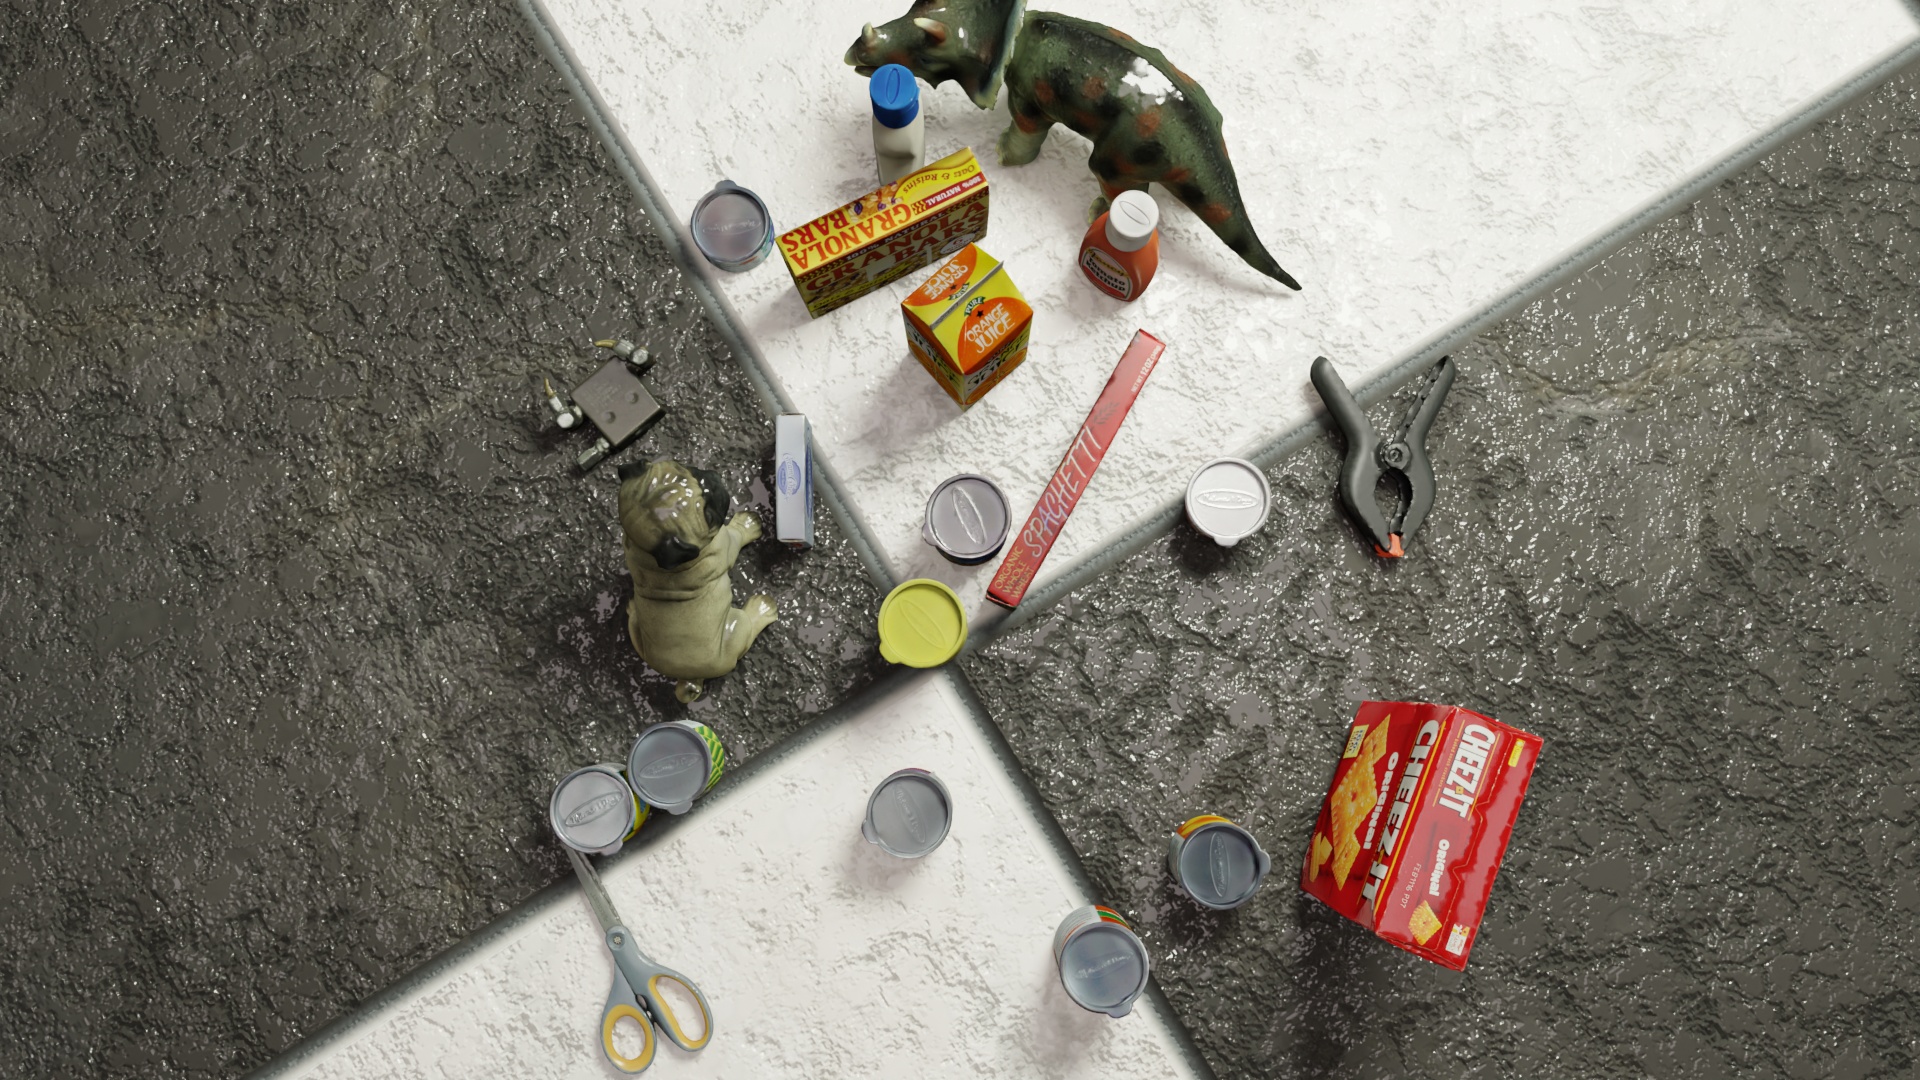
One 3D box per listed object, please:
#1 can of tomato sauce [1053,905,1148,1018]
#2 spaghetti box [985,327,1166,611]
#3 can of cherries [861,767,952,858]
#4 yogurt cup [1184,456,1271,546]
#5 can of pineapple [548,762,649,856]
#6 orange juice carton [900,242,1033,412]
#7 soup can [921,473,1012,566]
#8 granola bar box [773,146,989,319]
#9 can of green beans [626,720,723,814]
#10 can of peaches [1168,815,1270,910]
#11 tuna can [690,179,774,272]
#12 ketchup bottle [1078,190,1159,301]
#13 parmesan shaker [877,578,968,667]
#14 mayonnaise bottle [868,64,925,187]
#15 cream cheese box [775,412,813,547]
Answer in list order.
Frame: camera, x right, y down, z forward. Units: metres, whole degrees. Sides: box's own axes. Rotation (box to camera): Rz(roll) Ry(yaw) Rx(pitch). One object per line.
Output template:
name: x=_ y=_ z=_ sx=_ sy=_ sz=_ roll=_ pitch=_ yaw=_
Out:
can of tomato sauce: x=0.107 y=0.320 z=1.064 sx=0.071 sy=0.083 sz=0.071 roll=0 pitch=84 yaw=0
spaghetti box: x=0.092 y=-0.055 z=1.123 sx=0.029 sy=0.050 sz=0.250 roll=30 pitch=85 yaw=3
can of cherries: x=-0.041 y=0.213 z=1.089 sx=0.071 sy=0.058 sz=0.071 roll=0 pitch=84 yaw=0
yogurt cup: x=0.211 y=-0.031 z=1.118 sx=0.072 sy=0.054 sz=0.072 roll=0 pitch=84 yaw=0
can of pineapple: x=-0.282 y=0.211 z=1.090 sx=0.071 sy=0.058 sz=0.071 roll=0 pitch=84 yaw=0
orange juice carton: x=0.006 y=-0.164 z=1.064 sx=0.072 sy=0.192 sz=0.073 roll=-41 pitch=85 yaw=-4
soup can: x=0.004 y=-0.014 z=1.102 sx=0.071 sy=0.083 sz=0.071 roll=0 pitch=84 yaw=0
granola bar box: x=-0.058 y=-0.241 z=1.107 sx=0.166 sy=0.124 sz=0.039 roll=-26 pitch=85 yaw=-2
can of green beans: x=-0.224 y=0.175 z=1.094 sx=0.071 sy=0.058 sz=0.071 roll=0 pitch=84 yaw=0
can of peaches: x=0.201 y=0.250 z=1.084 sx=0.071 sy=0.058 sz=0.071 roll=0 pitch=84 yaw=0
tuna can: x=-0.189 y=-0.261 z=1.156 sx=0.071 sy=0.033 sz=0.071 roll=0 pitch=84 yaw=0
ketchup bottle: x=0.129 y=-0.234 z=1.094 sx=0.065 sy=0.148 sz=0.043 roll=38 pitch=86 yaw=4
parmesan shaker: x=-0.030 y=0.068 z=1.083 sx=0.071 sy=0.103 sz=0.071 roll=0 pitch=84 yaw=0
mayonnaise bottle: x=-0.050 y=-0.331 z=1.106 sx=0.041 sy=0.148 sz=0.065 roll=6 pitch=84 yaw=1
cream cheese box: x=-0.134 y=-0.048 z=1.121 sx=0.024 sy=0.053 sz=0.104 roll=-1 pitch=84 yaw=0
